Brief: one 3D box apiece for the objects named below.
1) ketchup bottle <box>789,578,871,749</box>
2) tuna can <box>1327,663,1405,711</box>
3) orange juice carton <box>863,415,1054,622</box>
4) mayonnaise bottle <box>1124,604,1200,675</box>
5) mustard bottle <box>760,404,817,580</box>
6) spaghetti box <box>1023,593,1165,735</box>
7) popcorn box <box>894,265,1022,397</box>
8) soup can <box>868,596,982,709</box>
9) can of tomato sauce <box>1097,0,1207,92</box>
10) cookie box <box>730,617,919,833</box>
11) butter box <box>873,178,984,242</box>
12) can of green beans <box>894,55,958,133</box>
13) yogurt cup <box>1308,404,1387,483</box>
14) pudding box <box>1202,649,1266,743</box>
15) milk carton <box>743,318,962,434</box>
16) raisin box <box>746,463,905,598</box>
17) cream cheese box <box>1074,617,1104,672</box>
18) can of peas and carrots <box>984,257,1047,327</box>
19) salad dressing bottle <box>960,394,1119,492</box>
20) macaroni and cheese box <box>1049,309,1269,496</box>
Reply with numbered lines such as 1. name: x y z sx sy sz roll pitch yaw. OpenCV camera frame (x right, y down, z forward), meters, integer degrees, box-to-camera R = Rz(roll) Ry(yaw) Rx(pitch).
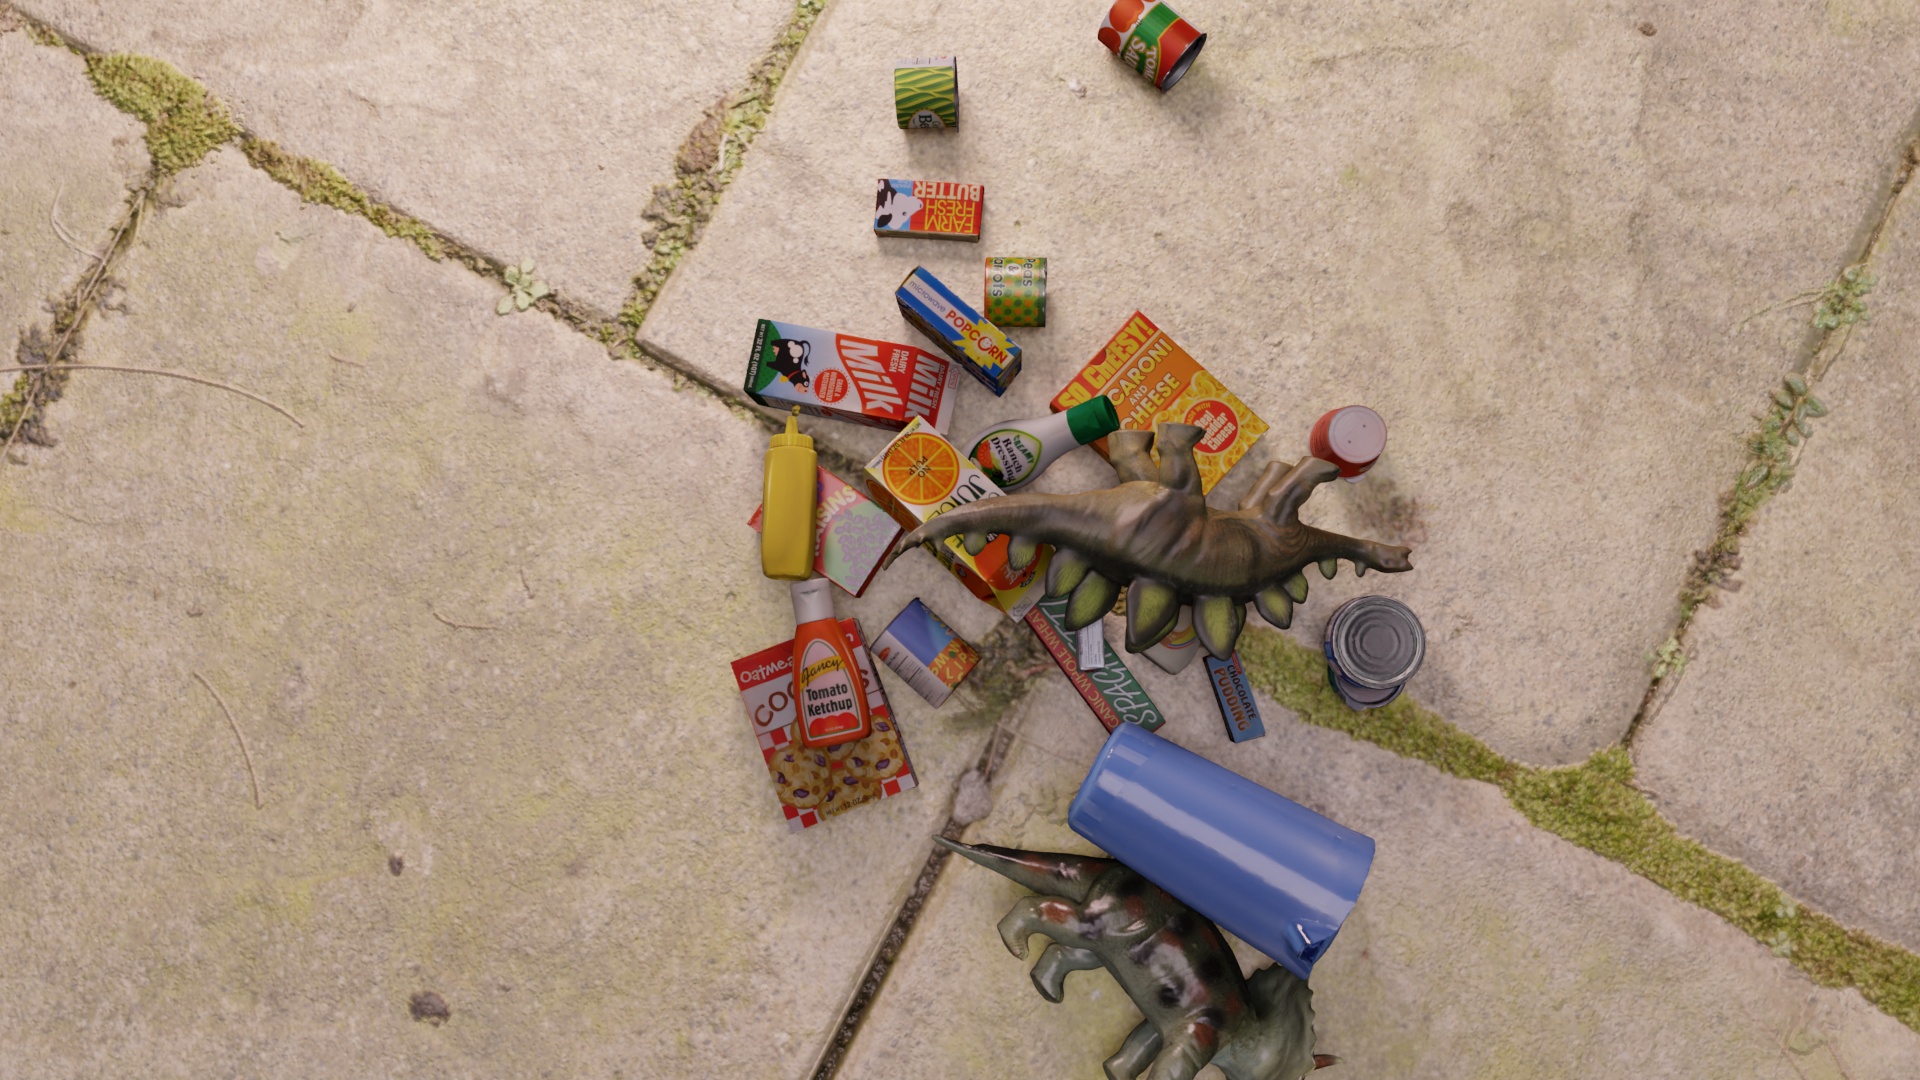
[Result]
1. ketchup bottle: -0.123 0.110 1.251 0.065 0.043 0.149 -11 84 0
2. tuna can: 0.372 0.123 1.276 0.071 0.033 0.071 0 84 2
3. orange juice carton: 0.004 -0.016 1.251 0.193 0.073 0.072 43 76 8
4. mayonnaise bottle: 0.218 0.050 1.285 0.065 0.041 0.148 36 86 5
5. mustard bottle: -0.155 -0.045 1.261 0.049 0.065 0.160 1 80 -2
6. spaghetti box: 0.098 0.084 1.293 0.050 0.028 0.250 -36 84 -3
7. popcorn box: -0.001 -0.194 1.297 0.127 0.085 0.038 41 87 6
8. soup can: -0.030 0.102 1.279 0.084 0.071 0.071 41 88 5
9. can of tomato sauce: 0.181 -0.480 1.328 0.083 0.071 0.071 41 87 6
10. cookie box: -0.125 0.170 1.287 0.123 0.040 0.167 -21 84 0
11. butter box: -0.030 -0.319 1.341 0.103 0.024 0.053 4 85 3
12. can of green beans: -0.032 -0.429 1.332 0.058 0.071 0.071 -2 85 3
13. yogurt cup: 0.362 -0.094 1.288 0.072 0.054 0.072 0 84 3
14. pudding box: 0.250 0.142 1.271 0.030 0.049 0.084 -18 84 2
15. milk carton: -0.098 -0.150 1.302 0.191 0.073 0.072 12 85 3
16. raisin box: -0.124 -0.014 1.307 0.123 0.040 0.086 34 87 6
17. cream cheese box: 0.115 0.066 1.252 0.024 0.053 0.104 -2 81 0
18. can of peas and carrots: 0.052 -0.235 1.306 0.059 0.071 0.071 1 85 3
19. salad dressing bottle: 0.073 -0.091 1.279 0.147 0.044 0.064 -22 95 21
20. macaroni and cheese box: 0.185 -0.116 1.304 0.166 0.040 0.124 43 87 5
